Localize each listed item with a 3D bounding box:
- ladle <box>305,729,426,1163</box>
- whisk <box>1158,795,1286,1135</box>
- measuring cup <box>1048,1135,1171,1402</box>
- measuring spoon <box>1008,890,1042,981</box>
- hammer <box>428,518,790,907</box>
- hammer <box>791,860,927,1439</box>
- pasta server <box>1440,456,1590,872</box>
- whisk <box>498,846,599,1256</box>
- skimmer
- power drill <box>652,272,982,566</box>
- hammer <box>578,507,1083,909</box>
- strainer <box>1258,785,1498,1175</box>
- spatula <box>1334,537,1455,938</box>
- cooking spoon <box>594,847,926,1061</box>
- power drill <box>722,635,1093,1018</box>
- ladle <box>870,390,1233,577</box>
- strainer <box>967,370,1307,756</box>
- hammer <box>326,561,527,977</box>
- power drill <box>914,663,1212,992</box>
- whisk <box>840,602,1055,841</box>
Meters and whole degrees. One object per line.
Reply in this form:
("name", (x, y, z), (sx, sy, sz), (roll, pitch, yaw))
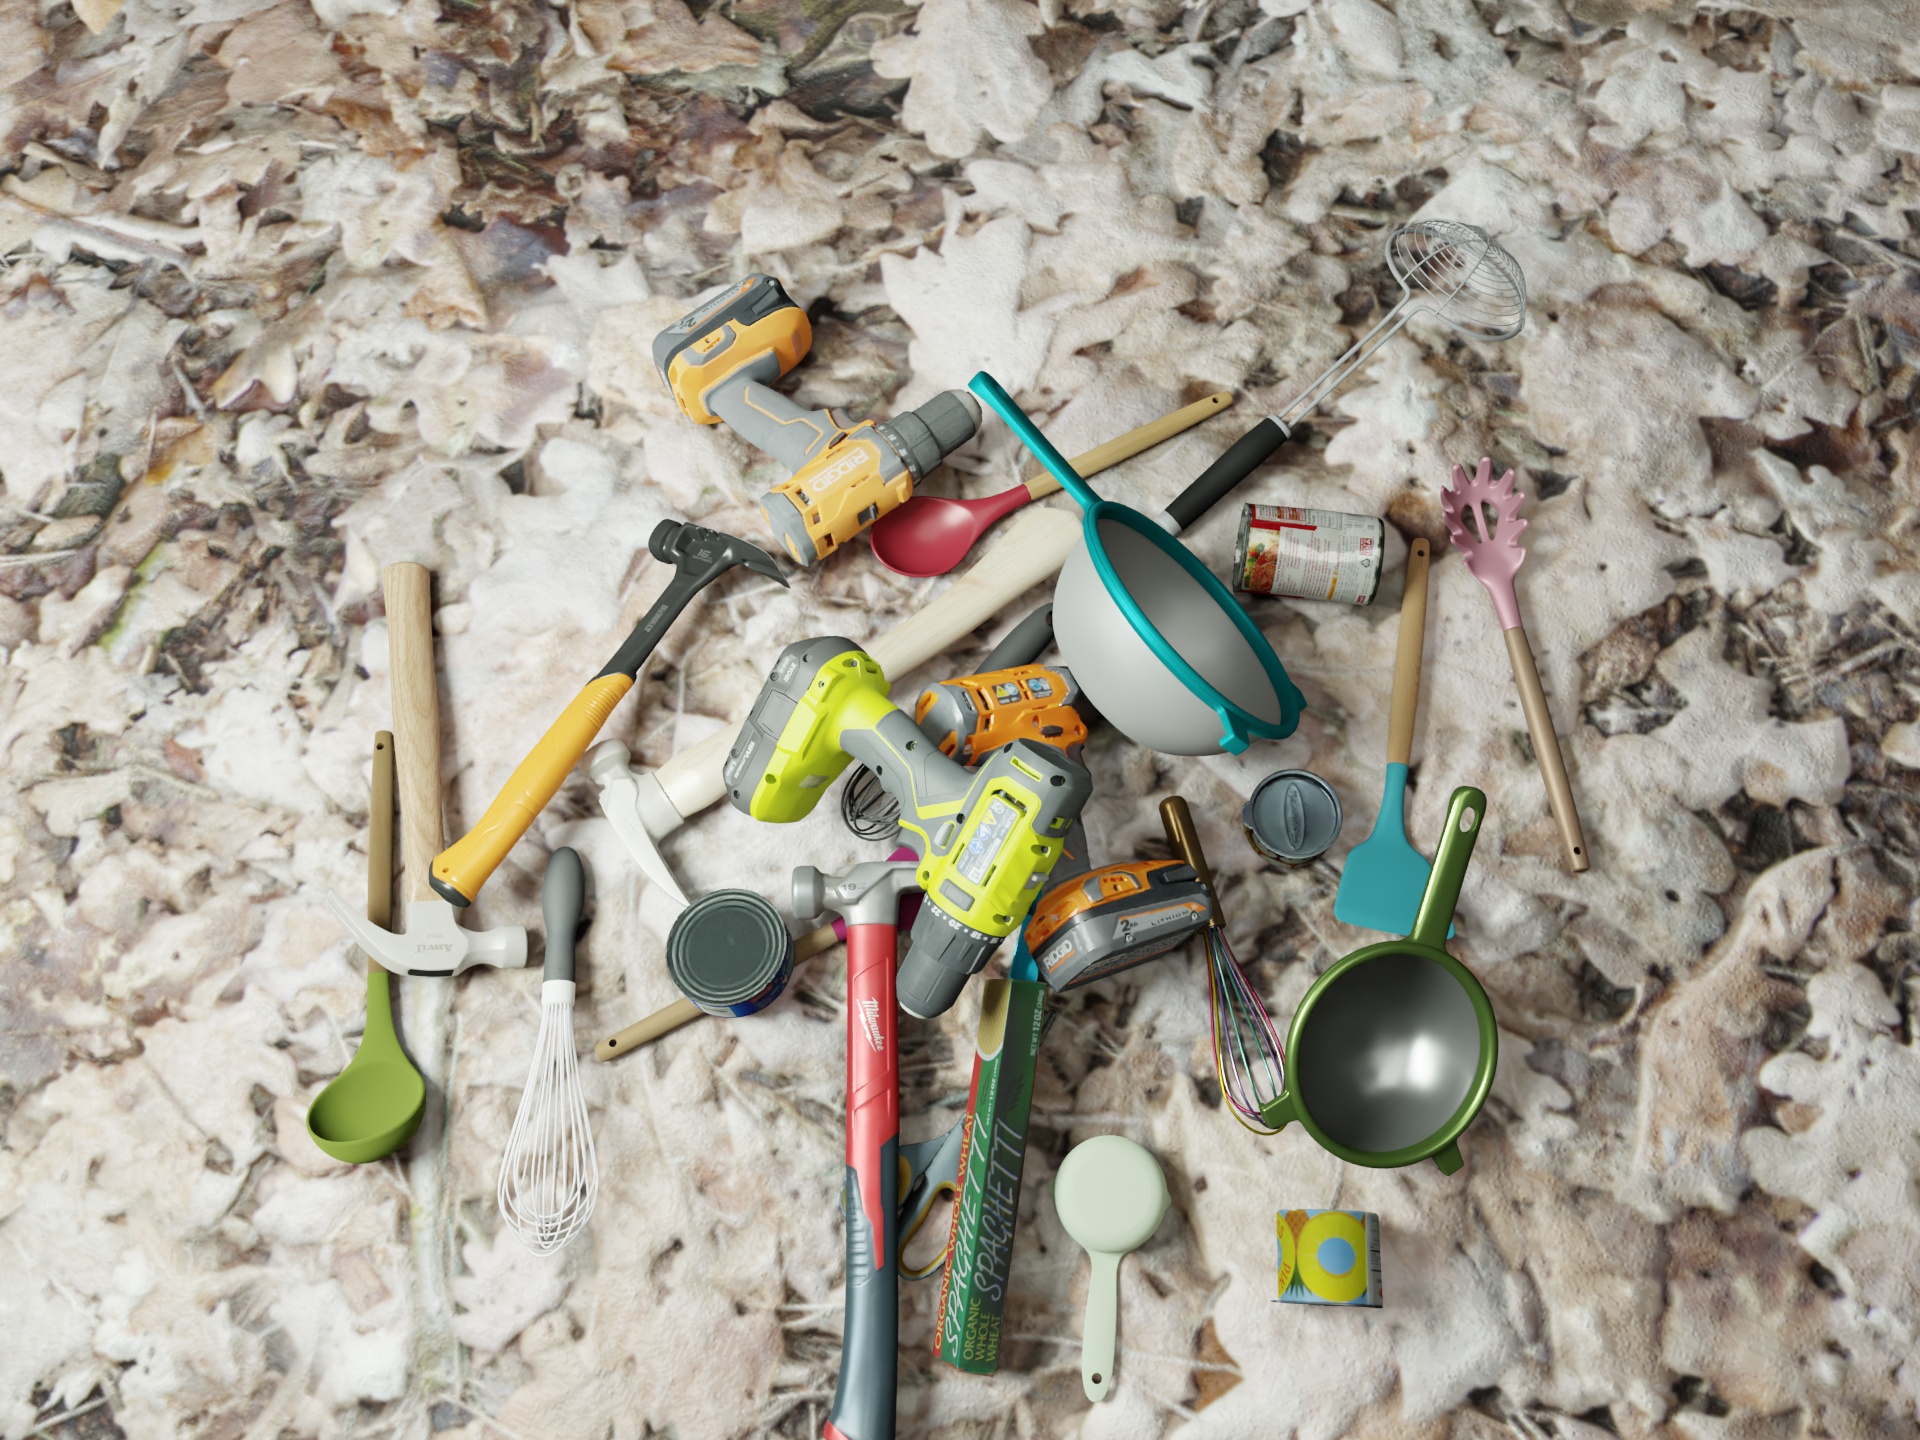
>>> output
("ladle", (-0.417, 0.151, 1.129), (0.078, 0.062, 0.320), (-6, 68, -2))
("whisk", (0.178, 0.166, 1.103), (0.047, 0.051, 0.245), (-16, 67, 3))
("measuring cup", (0.095, 0.355, 1.039), (0.083, 0.038, 0.168), (5, 69, 4))
("measuring spoon", (0.046, 0.163, 1.126), (0.042, 0.021, 0.129), (12, 80, -8))
("hammer", (-0.261, -0.006, 1.150), (0.127, 0.034, 0.337), (19, 64, 33))
("hammer", (-0.043, 0.284, 1.054), (0.143, 0.038, 0.387), (-1, 70, 0))
("pasta server", (0.414, -0.044, 1.169), (0.060, 0.040, 0.316), (-13, 71, 11))
("whisk", (-0.278, 0.221, 1.098), (0.070, 0.070, 0.285), (-4, 65, 1))
("skimmer", (0.296, -0.262, 1.257), (0.363, 0.090, 0.127), (-42, 77, -1))
("power drill", (-0.110, -0.246, 1.232), (0.185, 0.084, 0.226), (-36, 67, -11))
("hammer", (-0.073, -0.023, 1.175), (0.410, 0.038, 0.146), (-34, 74, -6))
("strainer", (0.289, 0.164, 1.056), (0.151, 0.069, 0.256), (18, 89, -14))
("spatula", (0.324, 0.005, 1.152), (0.082, 0.044, 0.318), (9, 70, 6))
("cooking spoon", (-0.112, 0.162, 1.129), (0.319, 0.017, 0.069), (-27, 69, -7))
("power drill", (-0.045, 0.065, 1.049), (0.229, 0.080, 0.190), (34, 102, 27))
("ladle", (0.074, -0.191, 1.243), (0.315, 0.031, 0.069), (-26, 78, -8))
("strainer", (0.095, -0.096, 1.132), (0.095, 0.211, 0.340), (-44, 80, 25))
("hammer", (-0.400, 0.029, 1.168), (0.130, 0.031, 0.332), (0, 62, -26))
("power drill", (0.082, 0.060, 1.112), (0.164, 0.084, 0.227), (-12, 66, -34))
("whisk", (-0.001, -0.003, 1.171), (0.055, 0.055, 0.239), (39, 72, 15))
